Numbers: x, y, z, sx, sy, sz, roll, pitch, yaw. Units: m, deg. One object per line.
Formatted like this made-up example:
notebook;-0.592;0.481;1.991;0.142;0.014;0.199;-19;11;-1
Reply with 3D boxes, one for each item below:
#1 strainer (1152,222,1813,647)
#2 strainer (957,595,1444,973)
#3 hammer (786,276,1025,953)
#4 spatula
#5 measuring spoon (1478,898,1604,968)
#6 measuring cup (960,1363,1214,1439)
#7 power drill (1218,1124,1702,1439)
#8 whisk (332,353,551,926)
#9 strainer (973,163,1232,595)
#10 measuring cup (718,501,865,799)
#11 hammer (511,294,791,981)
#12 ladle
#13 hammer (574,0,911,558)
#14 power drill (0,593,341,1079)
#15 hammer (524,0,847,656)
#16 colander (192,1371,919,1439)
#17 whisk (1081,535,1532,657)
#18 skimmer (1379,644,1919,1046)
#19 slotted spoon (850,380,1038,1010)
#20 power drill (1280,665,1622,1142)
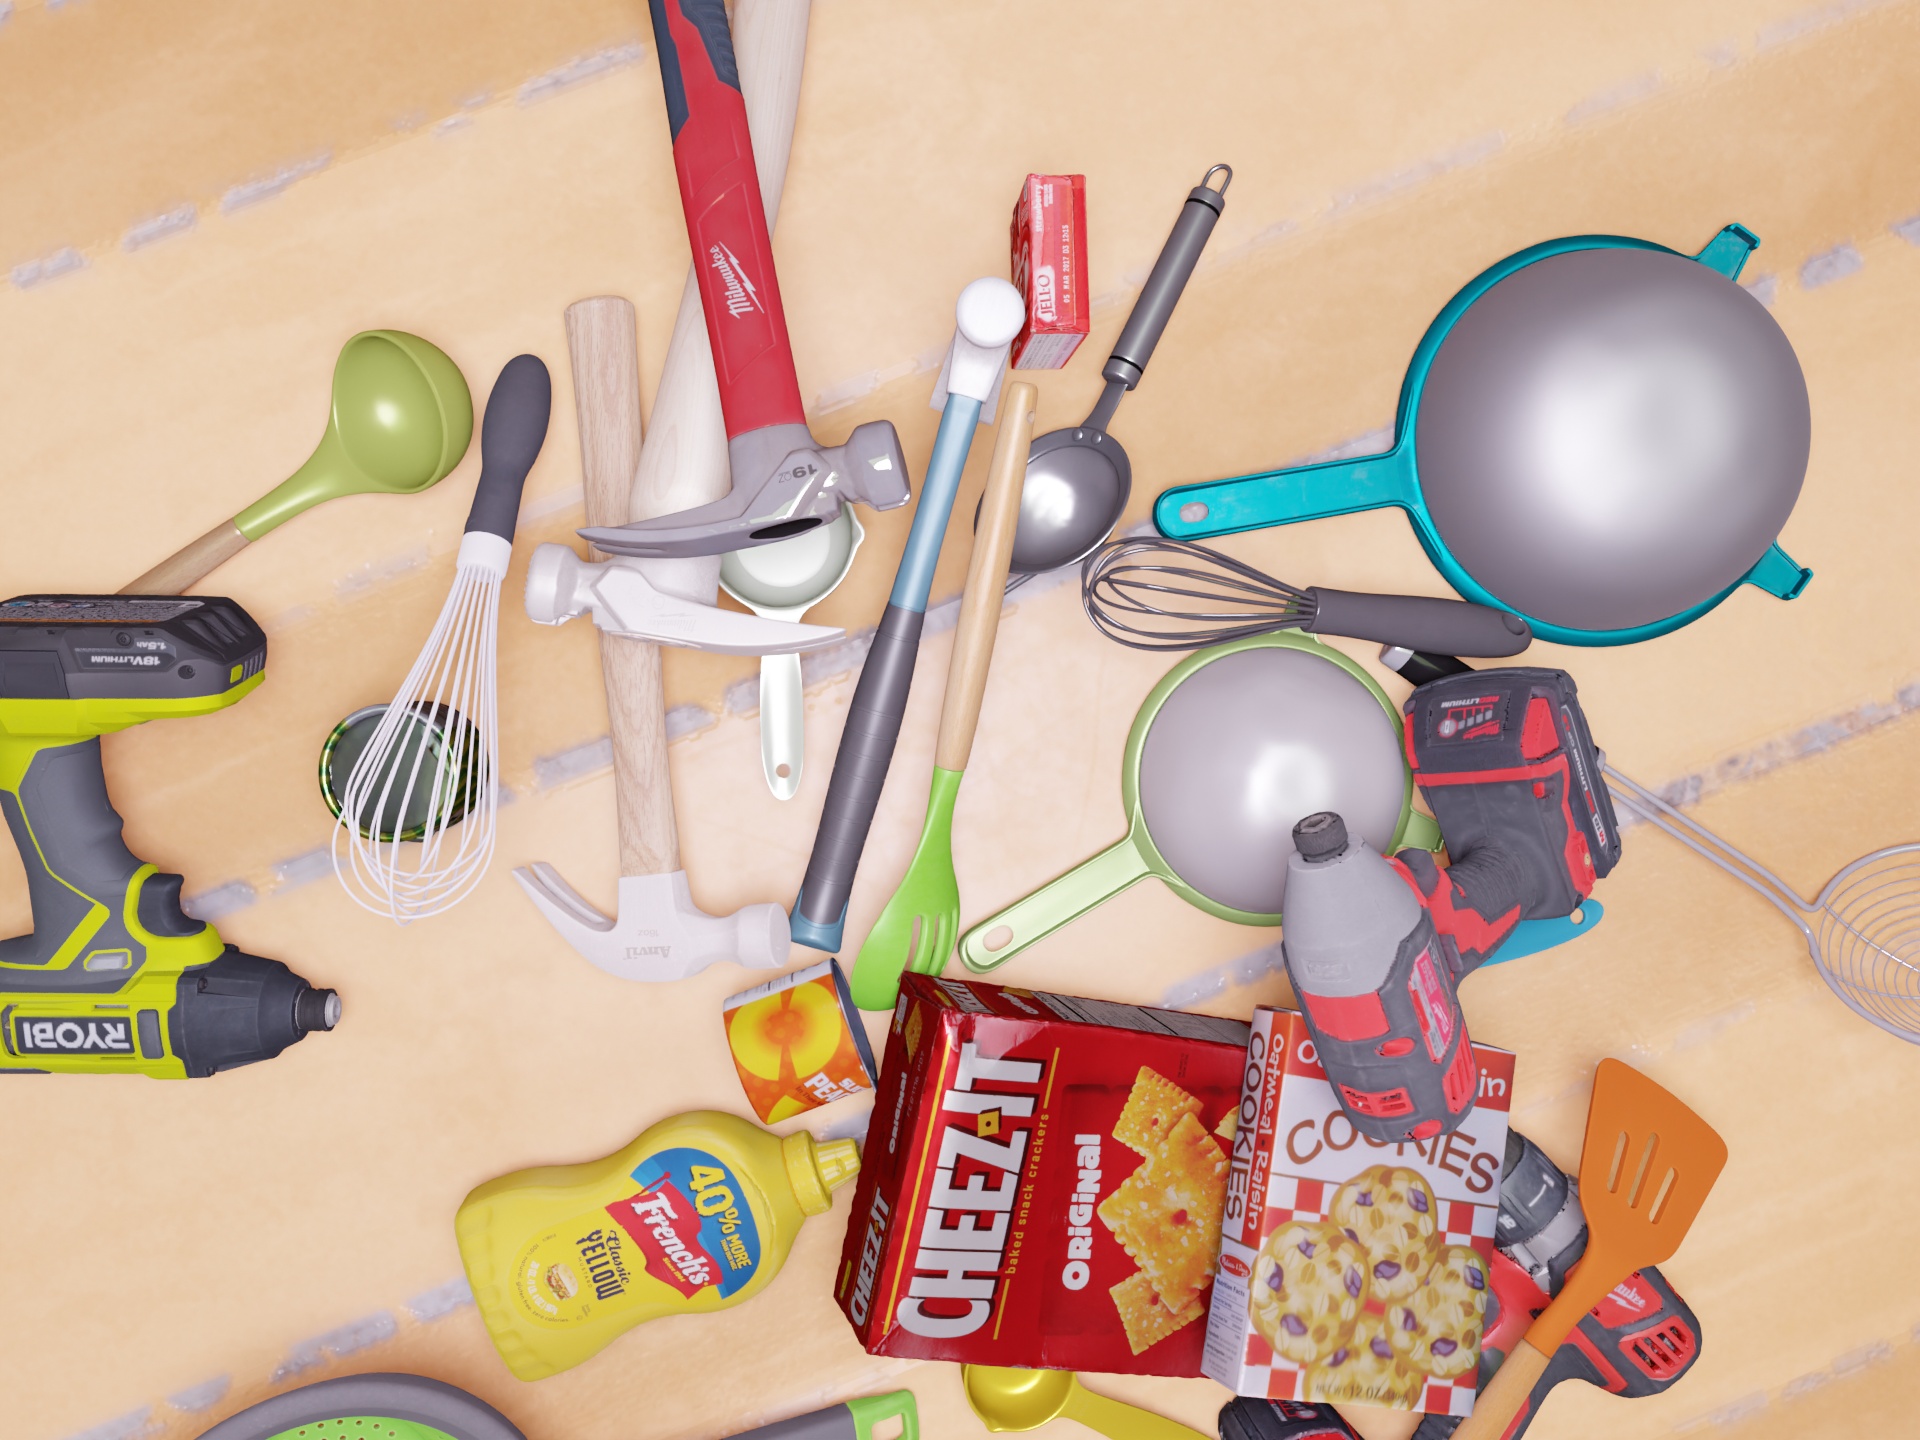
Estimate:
strainer;0.266;-0.130;0.772;0.340;0.095;0.211;-10;92;-4
strainer;0.113;0.057;0.781;0.256;0.069;0.151;-30;93;-3
hammer;-0.030;-0.041;0.759;0.033;0.128;0.331;16;100;-3
spatula;0.254;0.313;0.750;0.081;0.041;0.322;36;88;-5
measuring spoon;0.272;0.116;0.822;0.128;0.021;0.042;-16;92;-12
measuring cup;0.070;0.348;0.813;0.156;0.029;0.062;28;90;-13
power drill;0.234;0.309;0.794;0.226;0.080;0.188;-42;93;-4
whisk;-0.224;-0.046;0.725;0.070;0.070;0.285;8;69;-3
strainer;0.079;-0.164;0.789;0.087;0.050;0.258;22;83;40
measuring cup;-0.088;-0.046;0.785;0.083;0.038;0.167;-1;94;-3
hammer;-0.163;-0.040;0.772;0.130;0.031;0.331;-7;87;15
ladle;-0.370;-0.078;0.760;0.320;0.062;0.078;-34;89;1
hammer;-0.128;-0.264;0.715;0.143;0.038;0.386;-12;80;5
power drill;-0.383;0.058;0.739;0.171;0.080;0.223;1;105;-2
hammer;-0.096;-0.235;0.753;0.146;0.038;0.411;9;83;-3
colander;-0.218;0.380;0.773;0.397;0.094;0.204;-8;97;-21
whisk;0.169;-0.051;0.764;0.239;0.055;0.055;5;91;-14
skimmer;0.381;0.043;0.786;0.363;0.090;0.127;32;57;-1
slotted spoon;-0.001;-0.002;0.751;0.031;0.070;0.313;20;106;34
power drill;0.213;0.067;0.708;0.220;0.078;0.143;-39;112;-43
